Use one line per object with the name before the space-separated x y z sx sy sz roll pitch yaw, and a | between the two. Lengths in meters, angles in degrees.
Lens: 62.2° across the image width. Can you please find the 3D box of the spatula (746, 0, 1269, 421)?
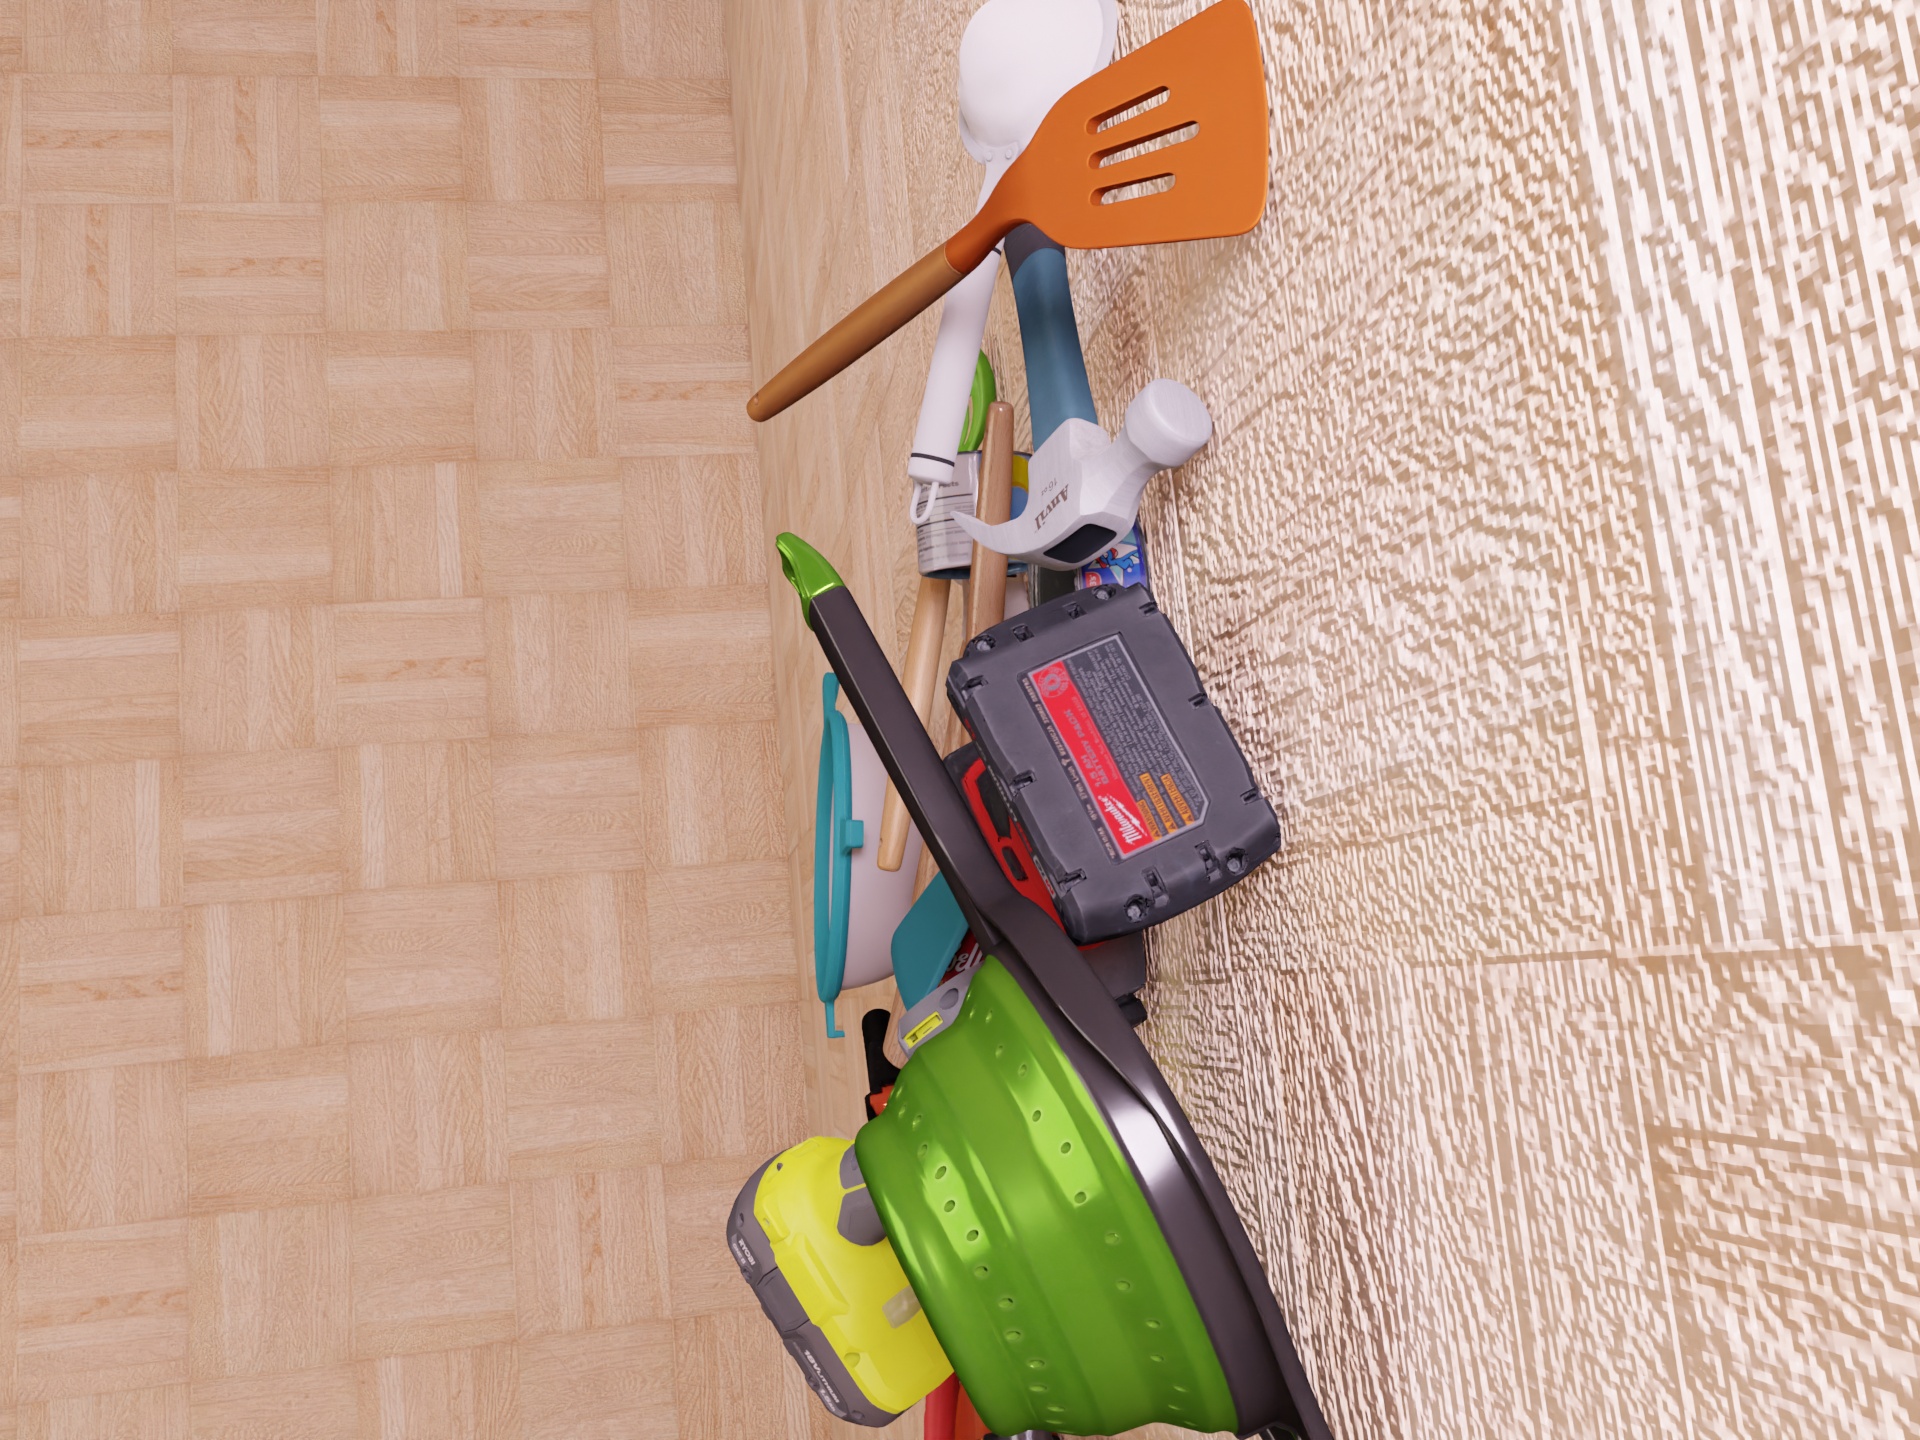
spatula | -0.005 -0.171 0.626 0.322 0.041 0.081 -16 74 57

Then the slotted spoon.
slotted spoon | -0.016 -0.070 0.899 0.070 0.031 0.314 162 119 -66

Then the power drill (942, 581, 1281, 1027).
power drill | 0.046 0.047 0.625 0.219 0.078 0.143 102 143 -71

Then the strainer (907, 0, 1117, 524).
strainer | 0.010 -0.208 0.660 0.087 0.050 0.258 14 92 47

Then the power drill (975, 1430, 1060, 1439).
power drill | 0.024 0.333 0.873 0.185 0.084 0.226 117 152 -70

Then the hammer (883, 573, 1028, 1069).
hammer | -0.007 0.063 0.945 0.130 0.031 0.331 -118 36 -64

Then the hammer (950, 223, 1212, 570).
hammer | 0.034 -0.204 0.689 0.128 0.033 0.331 -44 41 44

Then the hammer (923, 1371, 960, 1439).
hammer | -0.009 0.333 1.015 0.143 0.038 0.386 -11 -77 -83

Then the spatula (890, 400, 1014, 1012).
spatula | -0.001 -0.003 0.805 0.082 0.044 0.317 -116 28 -66

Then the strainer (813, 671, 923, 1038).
strainer | -0.060 0.063 1.205 0.341 0.095 0.210 -98 13 -56

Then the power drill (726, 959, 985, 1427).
power drill | -0.003 0.232 0.729 0.171 0.080 0.223 55 131 13

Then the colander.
colander | -0.011 0.104 0.571 0.397 0.094 0.204 61 171 22

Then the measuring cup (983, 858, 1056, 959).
measuring cup | 0.040 0.130 0.797 0.095 0.052 0.173 -103 7 -50
